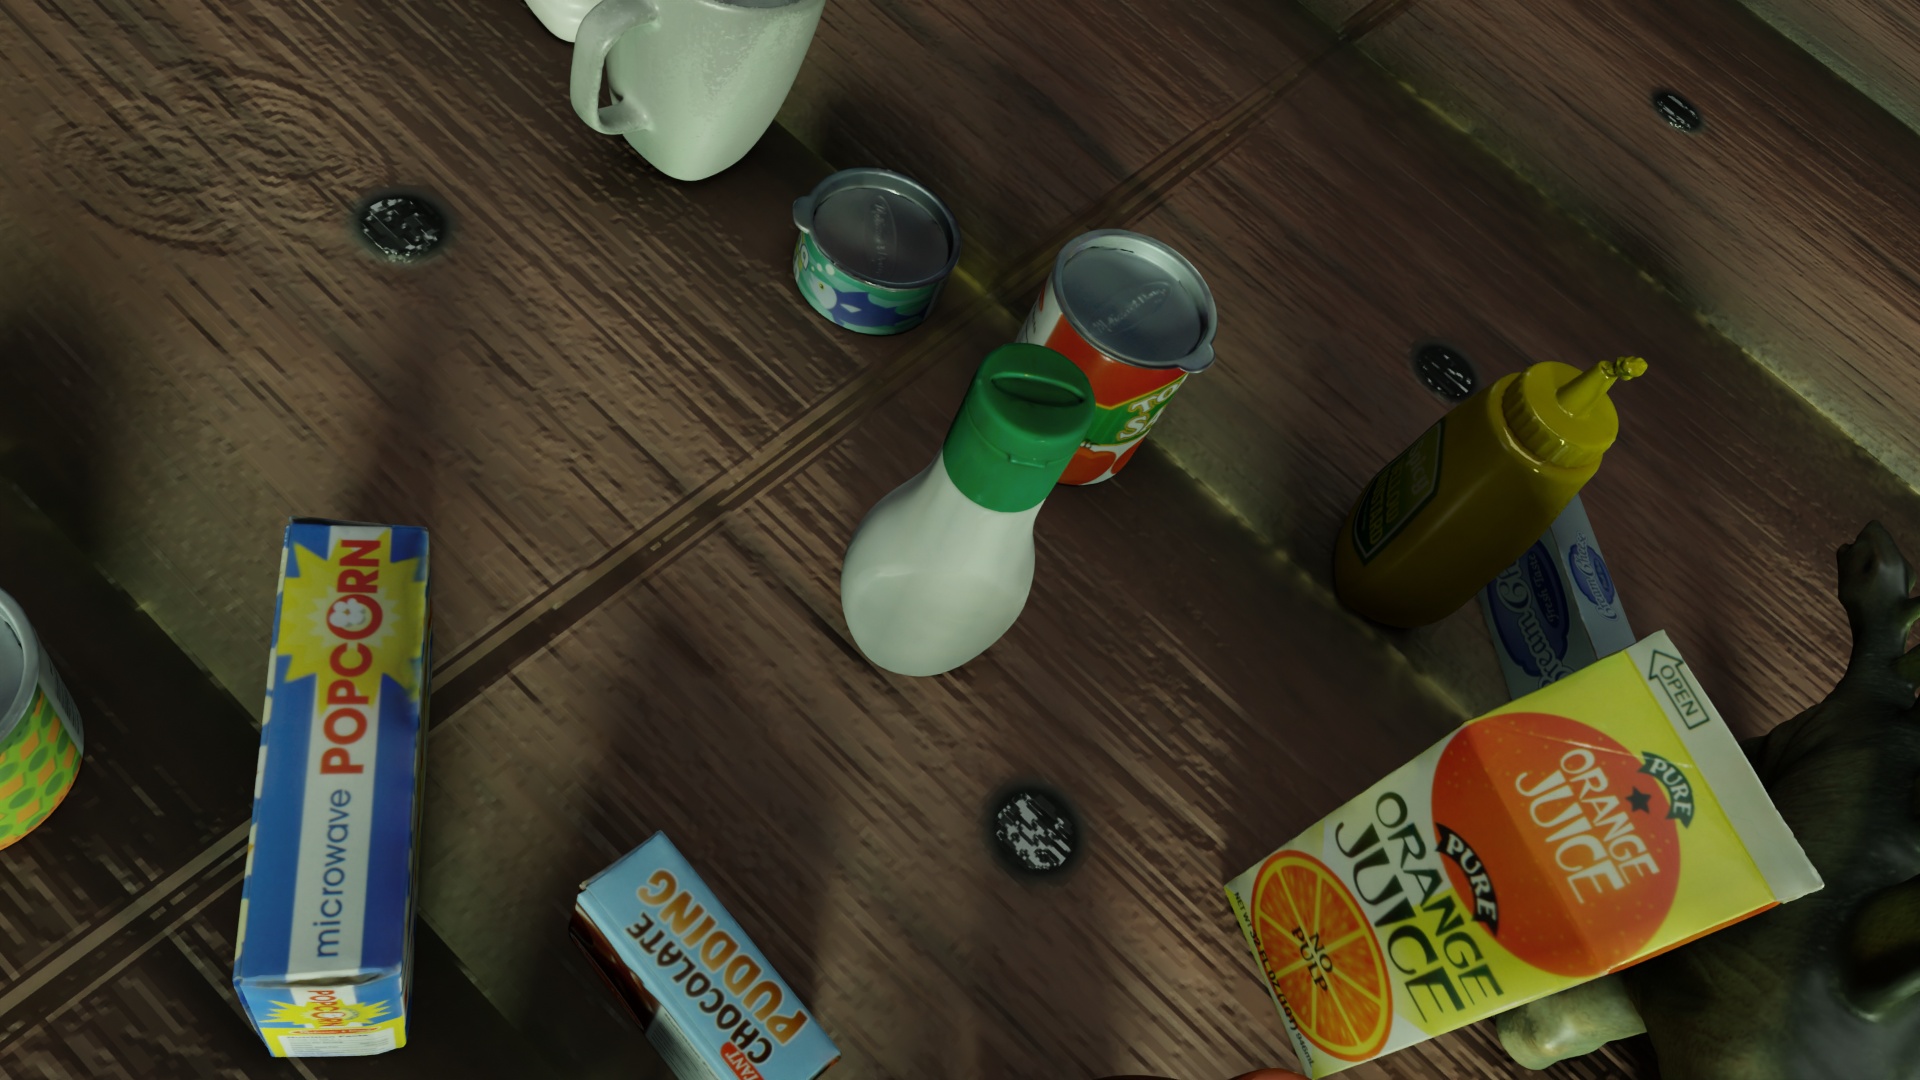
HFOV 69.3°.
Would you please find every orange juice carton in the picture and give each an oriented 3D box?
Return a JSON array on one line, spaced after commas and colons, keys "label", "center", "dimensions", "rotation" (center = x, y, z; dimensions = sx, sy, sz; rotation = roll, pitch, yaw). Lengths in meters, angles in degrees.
[{"label": "orange juice carton", "center": [0.163, 0.099, 0.416], "dimensions": [0.073, 0.191, 0.072], "rotation": [-10, 64, -25]}]

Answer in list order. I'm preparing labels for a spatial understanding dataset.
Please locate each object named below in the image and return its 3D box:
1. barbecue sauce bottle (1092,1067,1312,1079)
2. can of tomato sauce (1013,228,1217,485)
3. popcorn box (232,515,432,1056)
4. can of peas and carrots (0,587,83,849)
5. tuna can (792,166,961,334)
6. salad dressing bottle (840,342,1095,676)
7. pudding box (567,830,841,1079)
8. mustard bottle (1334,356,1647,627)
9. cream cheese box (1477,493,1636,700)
[{"label": "barbecue sauce bottle", "center": [0.051, 0.169, 0.360], "dimensions": [0.044, 0.147, 0.065], "rotation": [-6, 62, -23]}, {"label": "can of tomato sauce", "center": [0.055, -0.069, 0.550], "dimensions": [0.071, 0.082, 0.071], "rotation": [9, 57, -14]}, {"label": "popcorn box", "center": [-0.169, 0.069, 0.384], "dimensions": [0.038, 0.084, 0.127], "rotation": [2, 59, -18]}, {"label": "can of peas and carrots", "center": [-0.281, 0.050, 0.372], "dimensions": [0.071, 0.058, 0.071], "rotation": [9, 57, -14]}, {"label": "tuna can", "center": [-0.038, -0.121, 0.580], "dimensions": [0.071, 0.032, 0.071], "rotation": [9, 57, -14]}, {"label": "salad dressing bottle", "center": [0.002, -0.006, 0.452], "dimensions": [0.064, 0.147, 0.044], "rotation": [10, 57, -13]}, {"label": "pudding box", "center": [-0.076, 0.130, 0.400], "dimensions": [0.030, 0.049, 0.084], "rotation": [-35, 76, -33]}, {"label": "mustard bottle", "center": [0.200, -0.025, 0.526], "dimensions": [0.049, 0.159, 0.065], "rotation": [21, 55, -6]}, {"label": "cream cheese box", "center": [0.243, 0.027, 0.574], "dimensions": [0.024, 0.053, 0.104], "rotation": [3, 59, -18]}]
